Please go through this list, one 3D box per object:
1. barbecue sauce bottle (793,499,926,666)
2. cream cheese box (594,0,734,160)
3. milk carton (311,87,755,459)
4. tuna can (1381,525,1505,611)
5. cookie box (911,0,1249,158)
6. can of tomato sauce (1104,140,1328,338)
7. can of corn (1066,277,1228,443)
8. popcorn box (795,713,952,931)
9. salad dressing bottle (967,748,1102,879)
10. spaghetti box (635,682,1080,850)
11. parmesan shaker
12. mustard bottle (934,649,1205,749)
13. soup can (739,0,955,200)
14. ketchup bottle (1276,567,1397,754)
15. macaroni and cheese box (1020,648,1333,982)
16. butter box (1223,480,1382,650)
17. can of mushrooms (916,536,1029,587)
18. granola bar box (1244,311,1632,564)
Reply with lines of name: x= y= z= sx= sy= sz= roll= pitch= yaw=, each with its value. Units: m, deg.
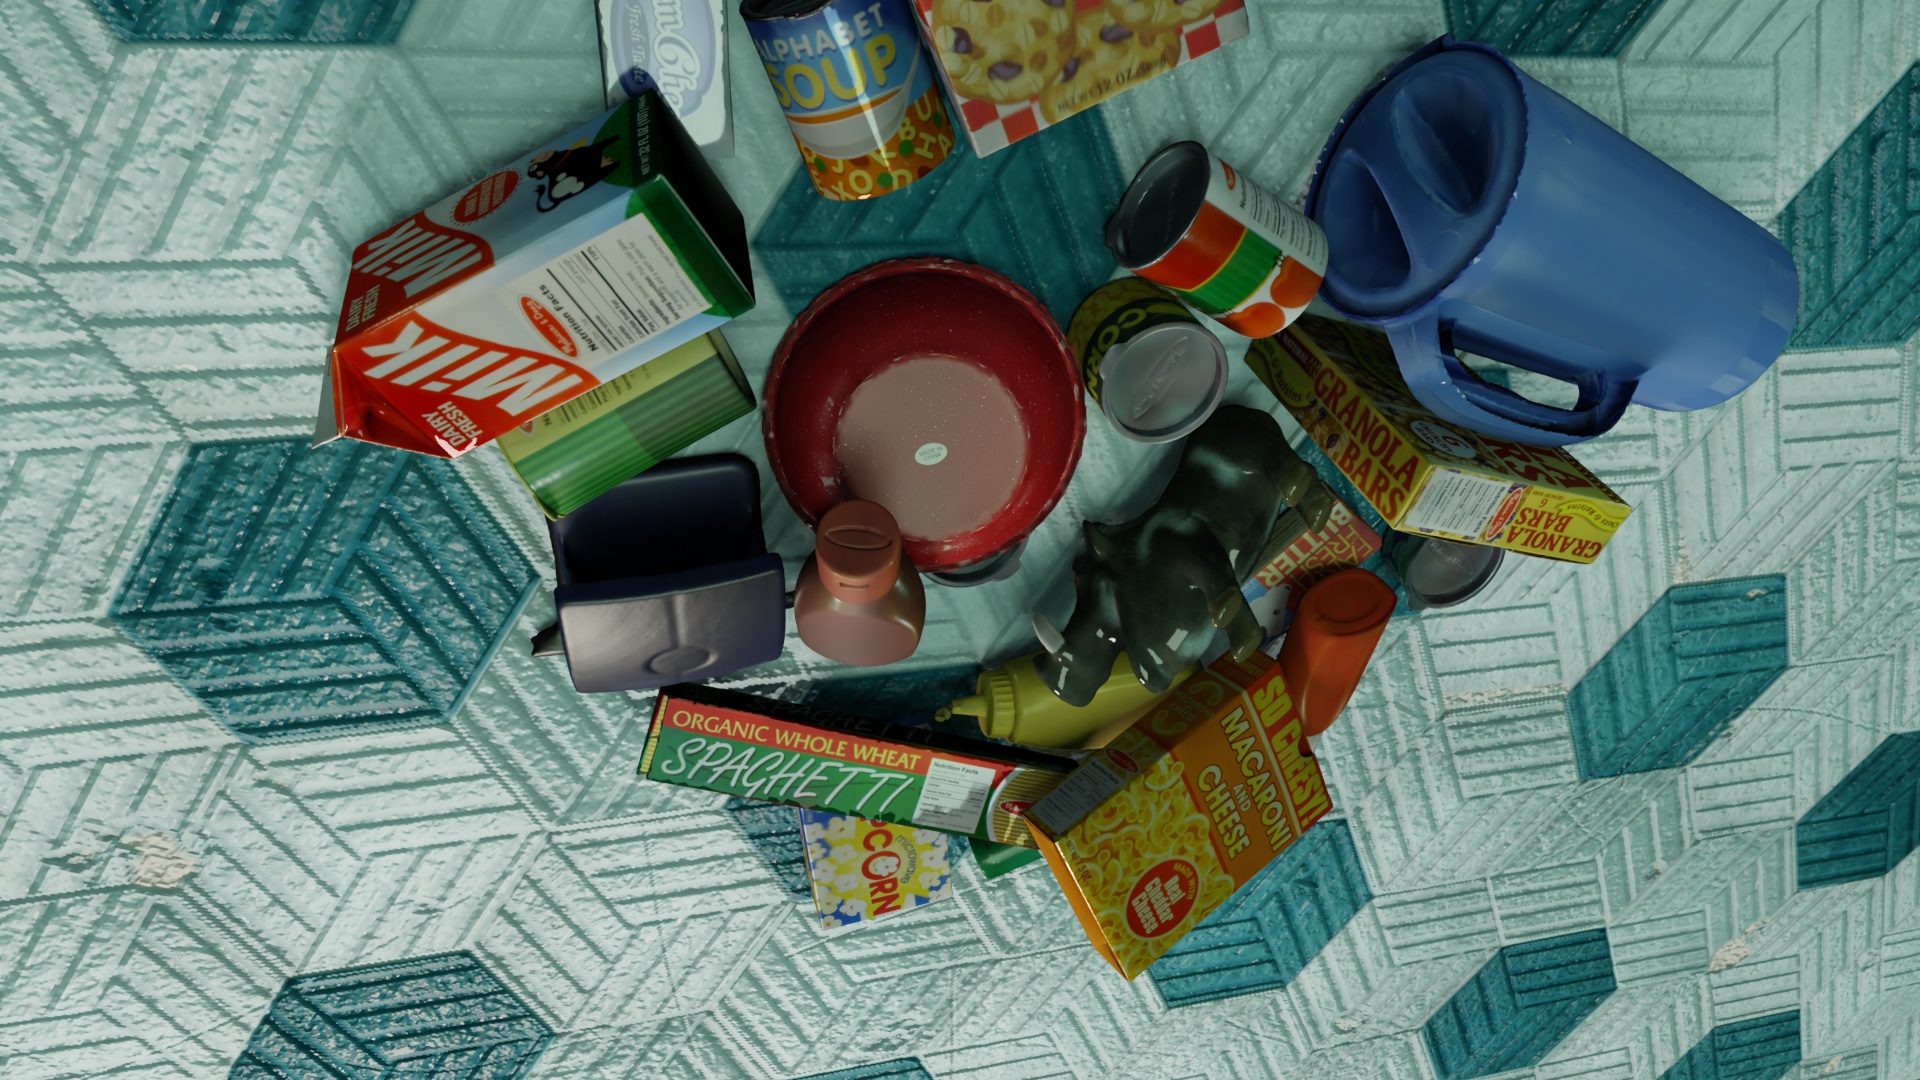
barbecue sauce bottle: x=-0.047 y=0.022 z=0.650 sx=0.065 sy=0.044 sz=0.148 roll=7 pitch=162 yaw=-1
cream cheese box: x=-0.122 y=-0.209 z=0.572 sx=0.053 sy=0.024 sz=0.103 roll=-8 pitch=124 yaw=-15
milk carton: x=-0.188 y=-0.100 z=0.576 sx=0.190 sy=0.073 sz=0.073 roll=-25 pitch=135 yaw=9
tuna can: x=0.291 y=0.007 z=0.843 sx=0.071 sy=0.033 sz=0.070 roll=-9 pitch=124 yaw=-13
cookie box: x=0.031 y=-0.247 z=0.524 sx=0.123 sy=0.040 sz=0.166 roll=-24 pitch=134 yaw=3
can of tomato sauce: x=0.124 y=-0.142 z=0.672 sx=0.083 sy=0.071 sz=0.071 roll=23 pitch=112 yaw=-30
can of corn: x=0.090 y=-0.092 z=0.697 sx=0.071 sy=0.058 sz=0.070 roll=-9 pitch=124 yaw=-13
popcorn box: x=-0.053 y=0.169 z=0.831 sx=0.085 sy=0.038 sz=0.126 roll=-12 pitch=125 yaw=-12
salad dressing bottle: x=0.077 y=0.165 z=0.859 sx=0.147 sy=0.064 sz=0.043 roll=-25 pitch=143 yaw=5
spaghetti box: x=-0.049 y=0.126 z=0.766 sx=0.250 sy=0.029 sz=0.050 roll=14 pitch=101 yaw=-18
parmesan shaker: x=-0.151 y=-0.061 z=0.629 sx=0.103 sy=0.071 sz=0.071 roll=-28 pitch=126 yaw=1
mustard bottle: x=0.061 y=0.090 z=0.812 sx=0.160 sy=0.049 sz=0.065 roll=-3 pitch=126 yaw=-16
soup can: x=-0.046 y=-0.193 z=0.579 sx=0.071 sy=0.071 sz=0.083 roll=-24 pitch=126 yaw=-2
ketchup bottle: x=0.215 y=0.083 z=0.843 sx=0.065 sy=0.043 sz=0.148 roll=-25 pitch=144 yaw=-26
macaroni and cheese box: x=0.131 y=0.156 z=0.802 sx=0.167 sy=0.040 sz=0.123 roll=-35 pitch=121 yaw=-15
butter box: x=0.194 y=0.017 z=0.823 sx=0.103 sy=0.024 sz=0.053 roll=-43 pitch=125 yaw=12
can of mushrooms: x=0.003 y=-0.009 z=0.737 sx=0.071 sy=0.033 sz=0.070 roll=-9 pitch=123 yaw=-13
granola bar box: x=0.235 y=-0.055 z=0.702 sx=0.124 sy=0.166 sz=0.039 roll=9 pitch=121 yaw=-23
